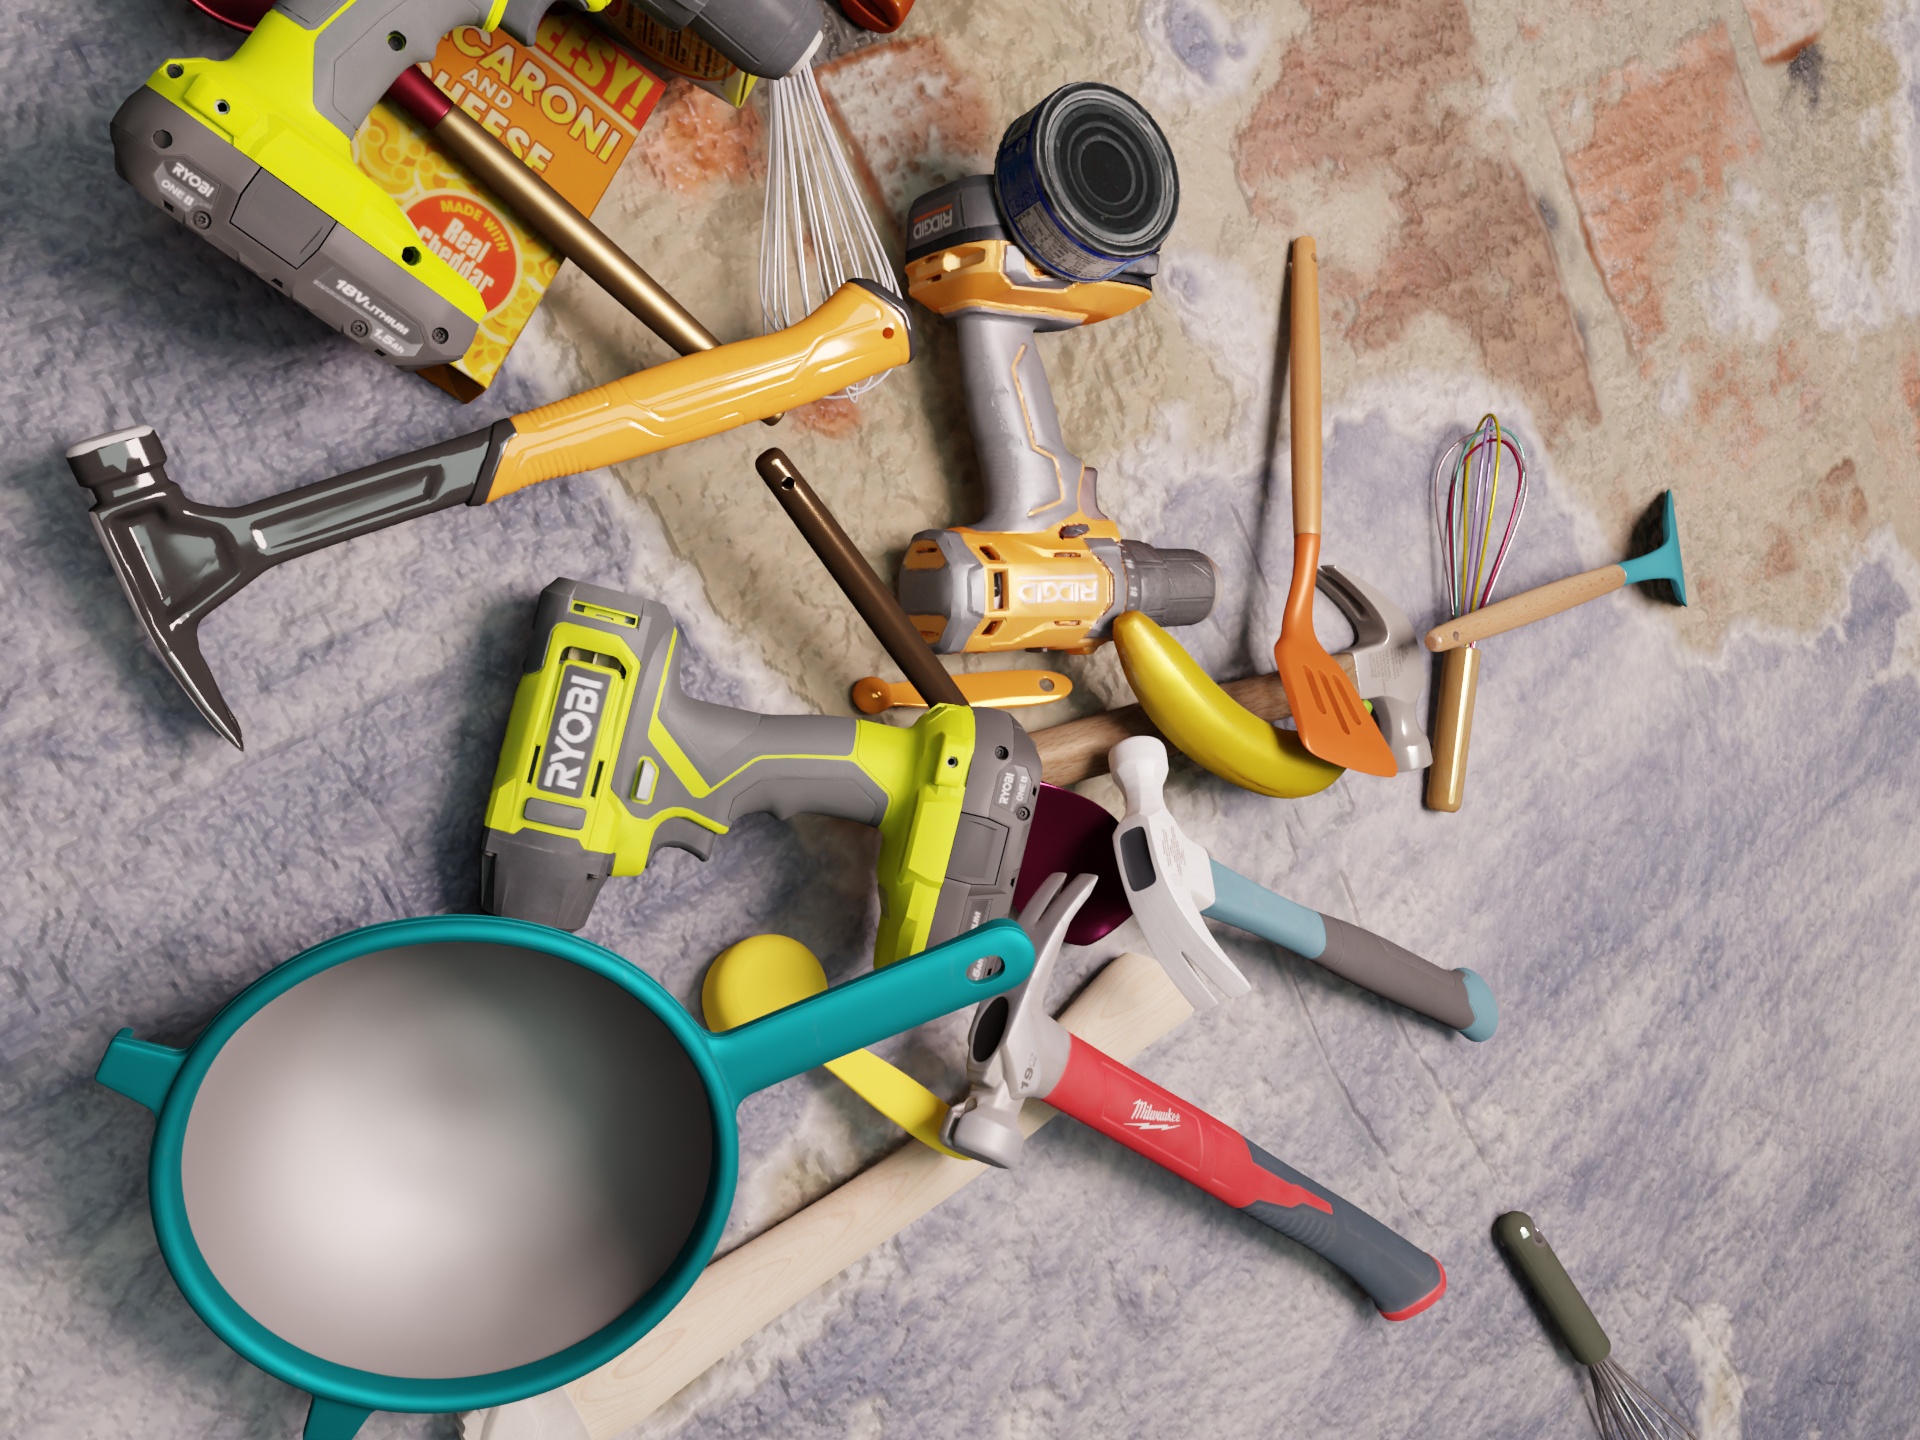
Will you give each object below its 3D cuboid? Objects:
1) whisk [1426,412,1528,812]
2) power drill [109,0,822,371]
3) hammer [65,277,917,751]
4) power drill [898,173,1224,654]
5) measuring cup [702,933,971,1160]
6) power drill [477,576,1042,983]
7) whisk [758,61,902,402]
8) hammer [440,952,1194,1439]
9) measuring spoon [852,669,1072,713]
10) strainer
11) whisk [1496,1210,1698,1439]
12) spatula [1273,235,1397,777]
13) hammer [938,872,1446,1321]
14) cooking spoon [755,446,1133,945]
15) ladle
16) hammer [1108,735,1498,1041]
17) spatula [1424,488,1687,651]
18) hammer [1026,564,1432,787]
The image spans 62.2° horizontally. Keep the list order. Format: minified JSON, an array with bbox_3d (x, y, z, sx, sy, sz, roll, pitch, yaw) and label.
[{"bbox_3d":[0.310,-0.066,0.974,0.051,0.047,0.245,7,90,-31],"label":"whisk"},{"bbox_3d":[-0.177,-0.247,0.590,0.190,0.080,0.228,35,90,-27],"label":"power drill"},{"bbox_3d":[-0.168,-0.106,0.658,0.337,0.034,0.127,-24,112,-19],"label":"hammer"},{"bbox_3d":[0.057,-0.146,0.808,0.185,0.084,0.226,-3,95,-32],"label":"power drill"},{"bbox_3d":[-0.049,0.156,0.740,0.156,0.029,0.062,36,62,-5],"label":"measuring cup"},{"bbox_3d":[-0.090,0.047,0.695,0.223,0.080,0.171,14,90,-11],"label":"power drill"},{"bbox_3d":[-0.077,-0.289,0.747,0.070,0.070,0.284,-11,90,-30],"label":"whisk"},{"bbox_3d":[-0.038,0.242,0.767,0.410,0.038,0.146,-29,104,-27],"label":"hammer"},{"bbox_3d":[0.003,-0.016,0.796,0.117,0.011,0.021,-3,65,-19],"label":"measuring spoon"},{"bbox_3d":[-0.139,0.136,0.641,0.340,0.095,0.210,-20,111,-8],"label":"strainer"},{"bbox_3d":[0.407,0.409,1.017,0.246,0.059,0.058,56,28,-13],"label":"whisk"},{"bbox_3d":[0.199,-0.126,0.880,0.081,0.041,0.323,15,71,-38],"label":"spatula"},{"bbox_3d":[0.150,0.223,0.844,0.386,0.038,0.143,36,66,-33],"label":"hammer"},{"bbox_3d":[-0.001,-0.002,0.756,0.069,0.017,0.318,-37,120,-1],"label":"cooking spoon"},{"bbox_3d":[-0.189,-0.228,0.649,0.315,0.031,0.069,41,85,-27],"label":"ladle"},{"bbox_3d":[0.200,0.120,0.872,0.330,0.033,0.128,26,47,-38],"label":"hammer"},{"bbox_3d":[0.385,-0.082,0.995,0.317,0.044,0.082,-17,100,-34],"label":"spatula"},{"bbox_3d":[0.128,-0.004,0.870,0.331,0.031,0.130,-14,96,-29],"label":"hammer"}]
